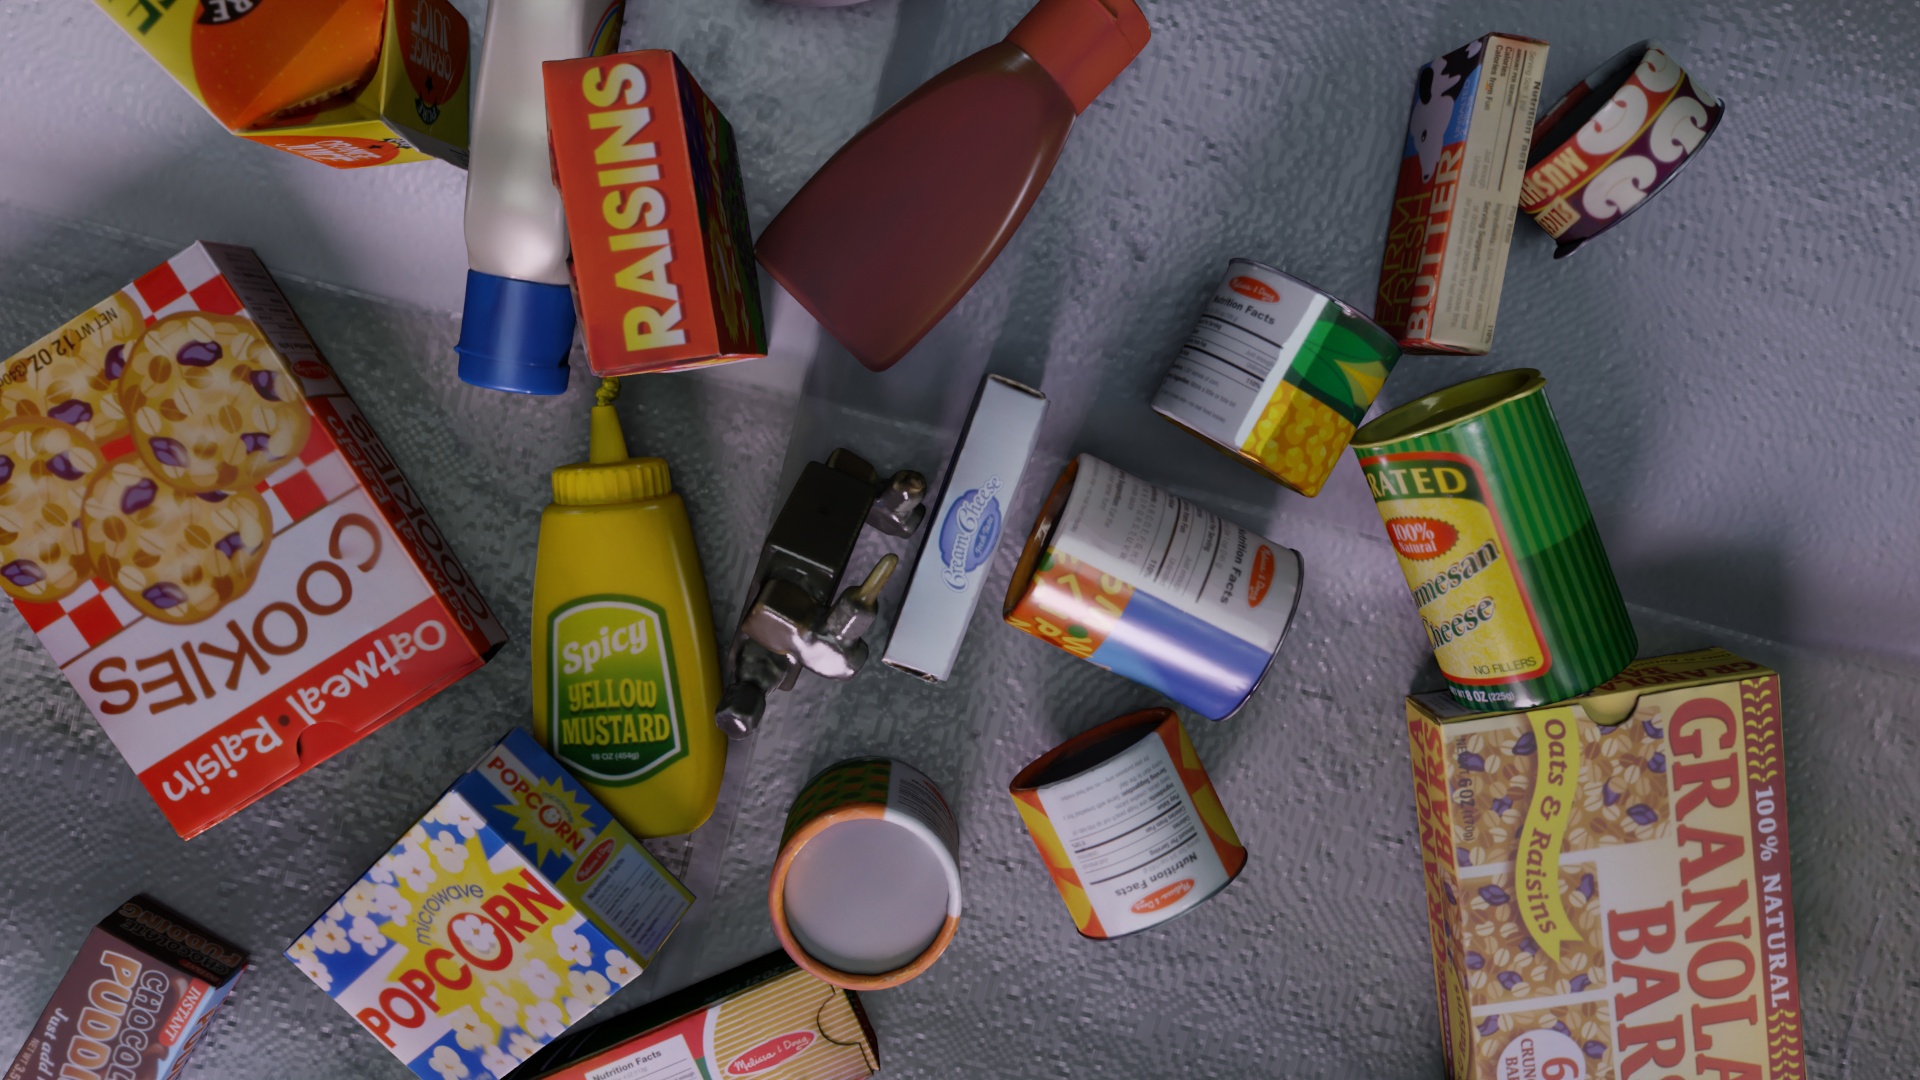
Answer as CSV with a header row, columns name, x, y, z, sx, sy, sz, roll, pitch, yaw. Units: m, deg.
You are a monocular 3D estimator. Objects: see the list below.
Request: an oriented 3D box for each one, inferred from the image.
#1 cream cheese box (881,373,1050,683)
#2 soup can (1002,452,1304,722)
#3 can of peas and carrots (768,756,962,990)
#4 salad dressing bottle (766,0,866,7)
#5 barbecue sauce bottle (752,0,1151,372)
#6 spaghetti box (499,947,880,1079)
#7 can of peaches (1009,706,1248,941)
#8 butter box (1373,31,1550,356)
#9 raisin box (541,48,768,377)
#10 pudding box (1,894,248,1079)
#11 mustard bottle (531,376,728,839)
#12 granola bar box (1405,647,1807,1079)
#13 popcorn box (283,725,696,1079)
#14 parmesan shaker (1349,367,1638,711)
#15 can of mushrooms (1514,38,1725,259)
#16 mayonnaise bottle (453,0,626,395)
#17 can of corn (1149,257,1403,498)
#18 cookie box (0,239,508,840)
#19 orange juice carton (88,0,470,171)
name,x,y,z,sx,sy,sz,roll,pitch,yaw
cream cheese box,0.002,-0.006,0.482,0.024,0.053,0.103,20,96,-2
soup can,0.064,0.017,0.483,0.084,0.071,0.071,25,95,-4
can of peas and carrots,-0.035,0.118,0.493,0.071,0.059,0.071,0,96,-2
salad dressing bottle,-0.007,-0.220,0.462,0.148,0.044,0.064,-13,90,-1
barbecue sauce bottle,0.001,-0.130,0.473,0.065,0.044,0.148,44,93,-7
spaghetti box,-0.154,0.217,0.515,0.250,0.029,0.050,-22,97,1
can of peaches,0.058,0.098,0.490,0.071,0.071,0.058,-26,92,1
butter box,0.169,-0.115,0.476,0.024,0.053,0.103,8,97,-6
raisin box,-0.091,-0.096,0.433,0.040,0.123,0.086,-8,98,-1
pudding box,-0.304,0.179,0.504,0.049,0.030,0.083,32,95,-6
mustard bottle,-0.119,0.022,0.483,0.065,0.049,0.160,-4,97,0
granola bar box,0.239,0.132,0.515,0.124,0.039,0.165,-8,97,-1
popcorn box,-0.163,0.132,0.475,0.085,0.038,0.126,46,120,-6
parmesan shaker,0.187,0.000,0.481,0.071,0.071,0.103,-23,97,1
can of mushrooms,0.216,-0.132,0.469,0.033,0.071,0.071,42,94,-6
mayonnaise bottle,-0.140,-0.124,0.461,0.041,0.065,0.147,9,100,-6
can of corn,0.109,-0.054,0.476,0.071,0.071,0.058,29,96,-5
cookie box,-0.257,0.001,0.480,0.123,0.040,0.167,-31,97,2
orange juice carton,-0.232,-0.188,0.443,0.192,0.072,0.073,44,94,-6
